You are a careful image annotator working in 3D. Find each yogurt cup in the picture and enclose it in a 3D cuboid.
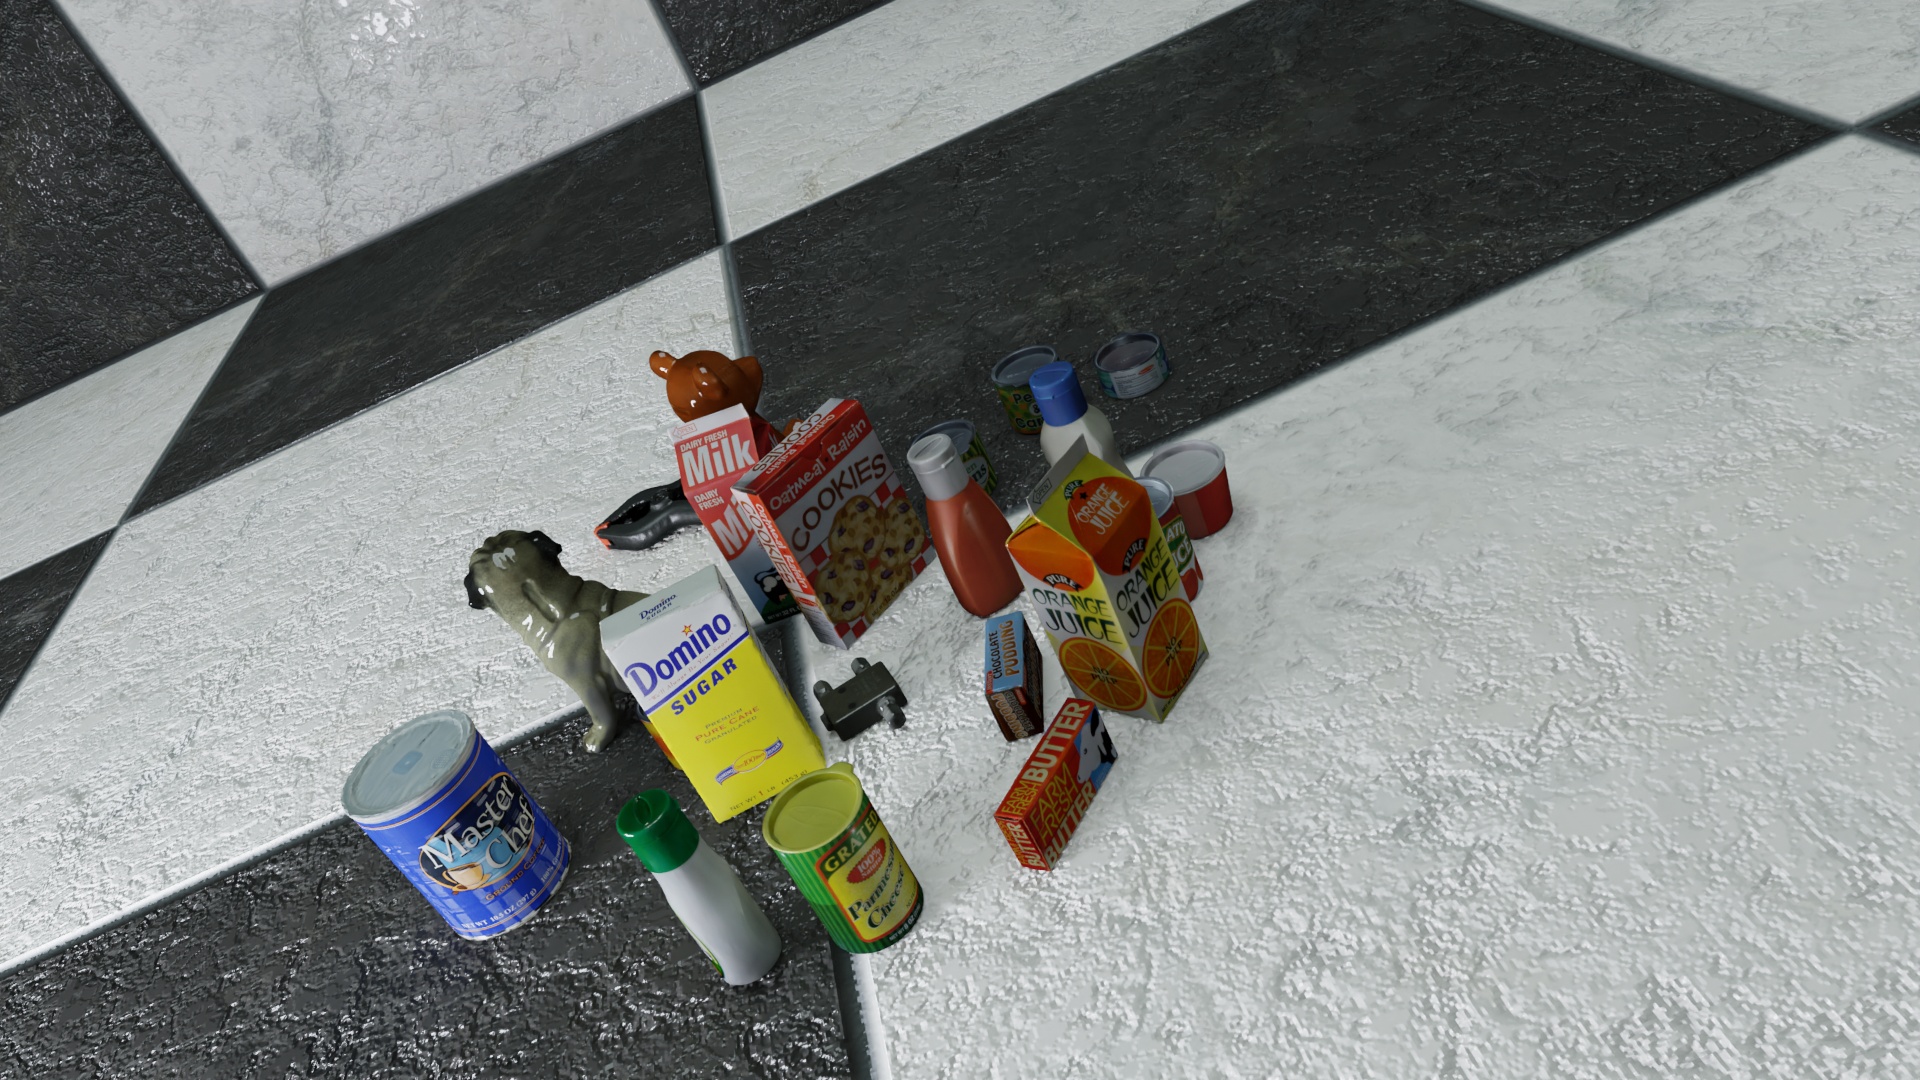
[{"bbox_3d":[0.179,-0.038,1.083,0.072,0.053,0.073,-18,33,12],"label":"yogurt cup"}]

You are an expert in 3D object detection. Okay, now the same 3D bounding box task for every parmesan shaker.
[{"bbox_3d":[-0.069,0.199,0.868,0.071,0.102,0.072,-18,33,12],"label":"parmesan shaker"}]

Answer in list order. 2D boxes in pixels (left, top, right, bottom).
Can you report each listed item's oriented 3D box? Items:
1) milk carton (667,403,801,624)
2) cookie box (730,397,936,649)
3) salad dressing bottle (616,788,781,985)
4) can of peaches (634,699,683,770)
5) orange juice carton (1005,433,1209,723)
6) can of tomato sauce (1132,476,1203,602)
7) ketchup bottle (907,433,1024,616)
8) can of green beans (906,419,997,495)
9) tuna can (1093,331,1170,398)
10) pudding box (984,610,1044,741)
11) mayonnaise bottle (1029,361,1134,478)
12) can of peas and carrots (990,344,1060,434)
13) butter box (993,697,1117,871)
[{"bbox_3d":[-0.174,-0.029,1.181,0.072,0.189,0.074,-19,33,11],"label":"milk carton"},{"bbox_3d":[-0.099,-0.014,1.131,0.040,0.166,0.123,11,47,43],"label":"cookie box"},{"bbox_3d":[-0.162,0.216,0.866,0.044,0.147,0.064,-31,33,-9],"label":"salad dressing bottle"},{"bbox_3d":[-0.211,0.138,1.092,0.071,0.057,0.071,-18,33,12],"label":"can of peaches"},{"bbox_3d":[0.094,0.025,0.923,0.073,0.192,0.072,8,45,41],"label":"orange juice carton"},{"bbox_3d":[0.138,0.006,1.022,0.071,0.082,0.071,-18,33,12],"label":"can of tomato sauce"},{"bbox_3d":[0.004,-0.014,1.079,0.065,0.148,0.043,-41,35,-23],"label":"ketchup bottle"},{"bbox_3d":[-0.007,-0.066,1.246,0.071,0.057,0.071,-18,33,12],"label":"can of green beans"},{"bbox_3d":[0.159,-0.164,1.297,0.071,0.032,0.071,-18,33,12],"label":"tuna can"},{"bbox_3d":[0.038,0.096,0.992,0.030,0.049,0.084,-17,33,14],"label":"pudding box"},{"bbox_3d":[0.096,-0.072,1.100,0.064,0.147,0.041,-3,39,31],"label":"mayonnaise bottle"},{"bbox_3d":[0.069,-0.140,1.298,0.071,0.058,0.071,-18,33,12],"label":"can of peas and carrots"},{"bbox_3d":[0.063,0.155,0.888,0.024,0.053,0.104,4,43,38],"label":"butter box"}]
